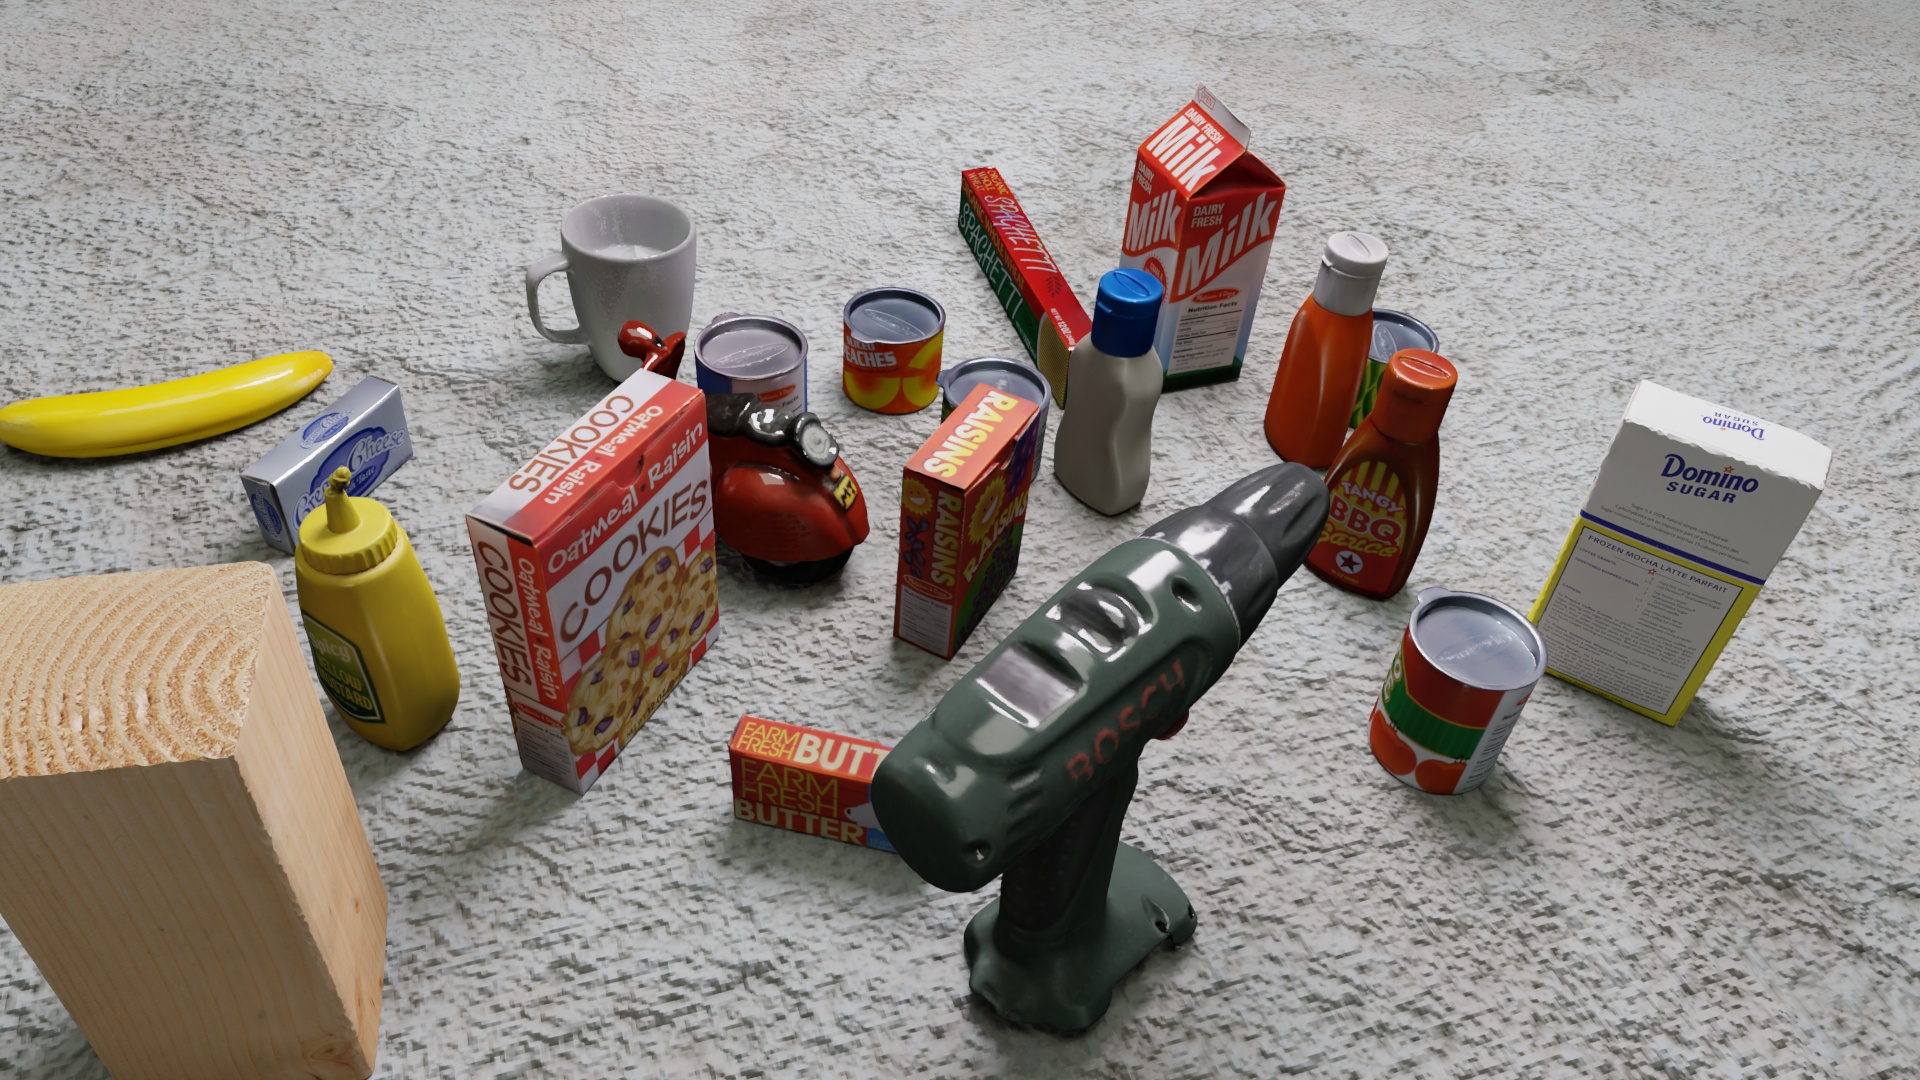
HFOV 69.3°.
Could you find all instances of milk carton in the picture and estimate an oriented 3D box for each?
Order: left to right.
[{"bbox_3d":[0.155,-0.197,0.913,0.073,0.189,0.072,-12,45,-18],"label":"milk carton"}]

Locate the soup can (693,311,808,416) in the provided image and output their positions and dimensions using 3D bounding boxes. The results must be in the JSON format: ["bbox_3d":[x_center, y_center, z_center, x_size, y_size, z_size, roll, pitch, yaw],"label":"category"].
[{"bbox_3d":[-0.126,-0.085,0.839,0.071,0.083,0.072,3,42,-3],"label":"soup can"}]

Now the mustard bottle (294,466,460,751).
[{"bbox_3d":[-0.275,0.029,0.641,0.065,0.159,0.049,25,46,20],"label":"mustard bottle"}]

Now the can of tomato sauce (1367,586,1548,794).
[{"bbox_3d":[0.247,0.076,0.702,0.071,0.082,0.071,3,42,-3],"label":"can of tomato sauce"}]

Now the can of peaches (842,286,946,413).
[{"bbox_3d":[-0.046,-0.123,0.908,0.071,0.057,0.071,3,42,-3],"label":"can of peaches"}]

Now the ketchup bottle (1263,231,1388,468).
[{"bbox_3d":[0.228,-0.119,0.866,0.043,0.148,0.065,-6,43,-13],"label":"ketchup bottle"}]

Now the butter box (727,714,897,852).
[{"bbox_3d":[-0.056,0.116,0.648,0.103,0.052,0.024,11,42,6],"label":"butter box"}]

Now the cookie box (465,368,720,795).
[{"bbox_3d":[-0.165,0.020,0.657,0.040,0.166,0.123,20,44,16],"label":"cookie box"}]

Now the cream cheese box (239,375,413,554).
[{"bbox_3d":[-0.357,-0.044,0.791,0.024,0.053,0.104,18,44,14],"label":"cream cheese box"}]

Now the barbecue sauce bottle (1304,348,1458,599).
[{"bbox_3d":[0.238,-0.037,0.777,0.065,0.147,0.044,27,46,22],"label":"barbecue sauce bottle"}]

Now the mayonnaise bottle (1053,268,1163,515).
[{"bbox_3d":[0.090,-0.088,0.817,0.041,0.147,0.065,-24,50,-29],"label":"mayonnaise bottle"}]

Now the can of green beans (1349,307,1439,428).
[{"bbox_3d":[0.280,-0.114,0.933,0.071,0.057,0.071,3,42,-3],"label":"can of green beans"}]

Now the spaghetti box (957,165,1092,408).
[{"bbox_3d":[0.046,-0.188,0.995,0.029,0.049,0.251,-8,44,-15],"label":"spaghetti box"}]

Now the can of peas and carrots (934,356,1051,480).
[{"bbox_3d":[0.018,-0.072,0.858,0.071,0.058,0.071,3,42,-3],"label":"can of peas and carrots"}]

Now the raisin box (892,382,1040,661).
[{"bbox_3d":[0.003,-0.009,0.740,0.040,0.122,0.086,23,45,18],"label":"raisin box"}]
